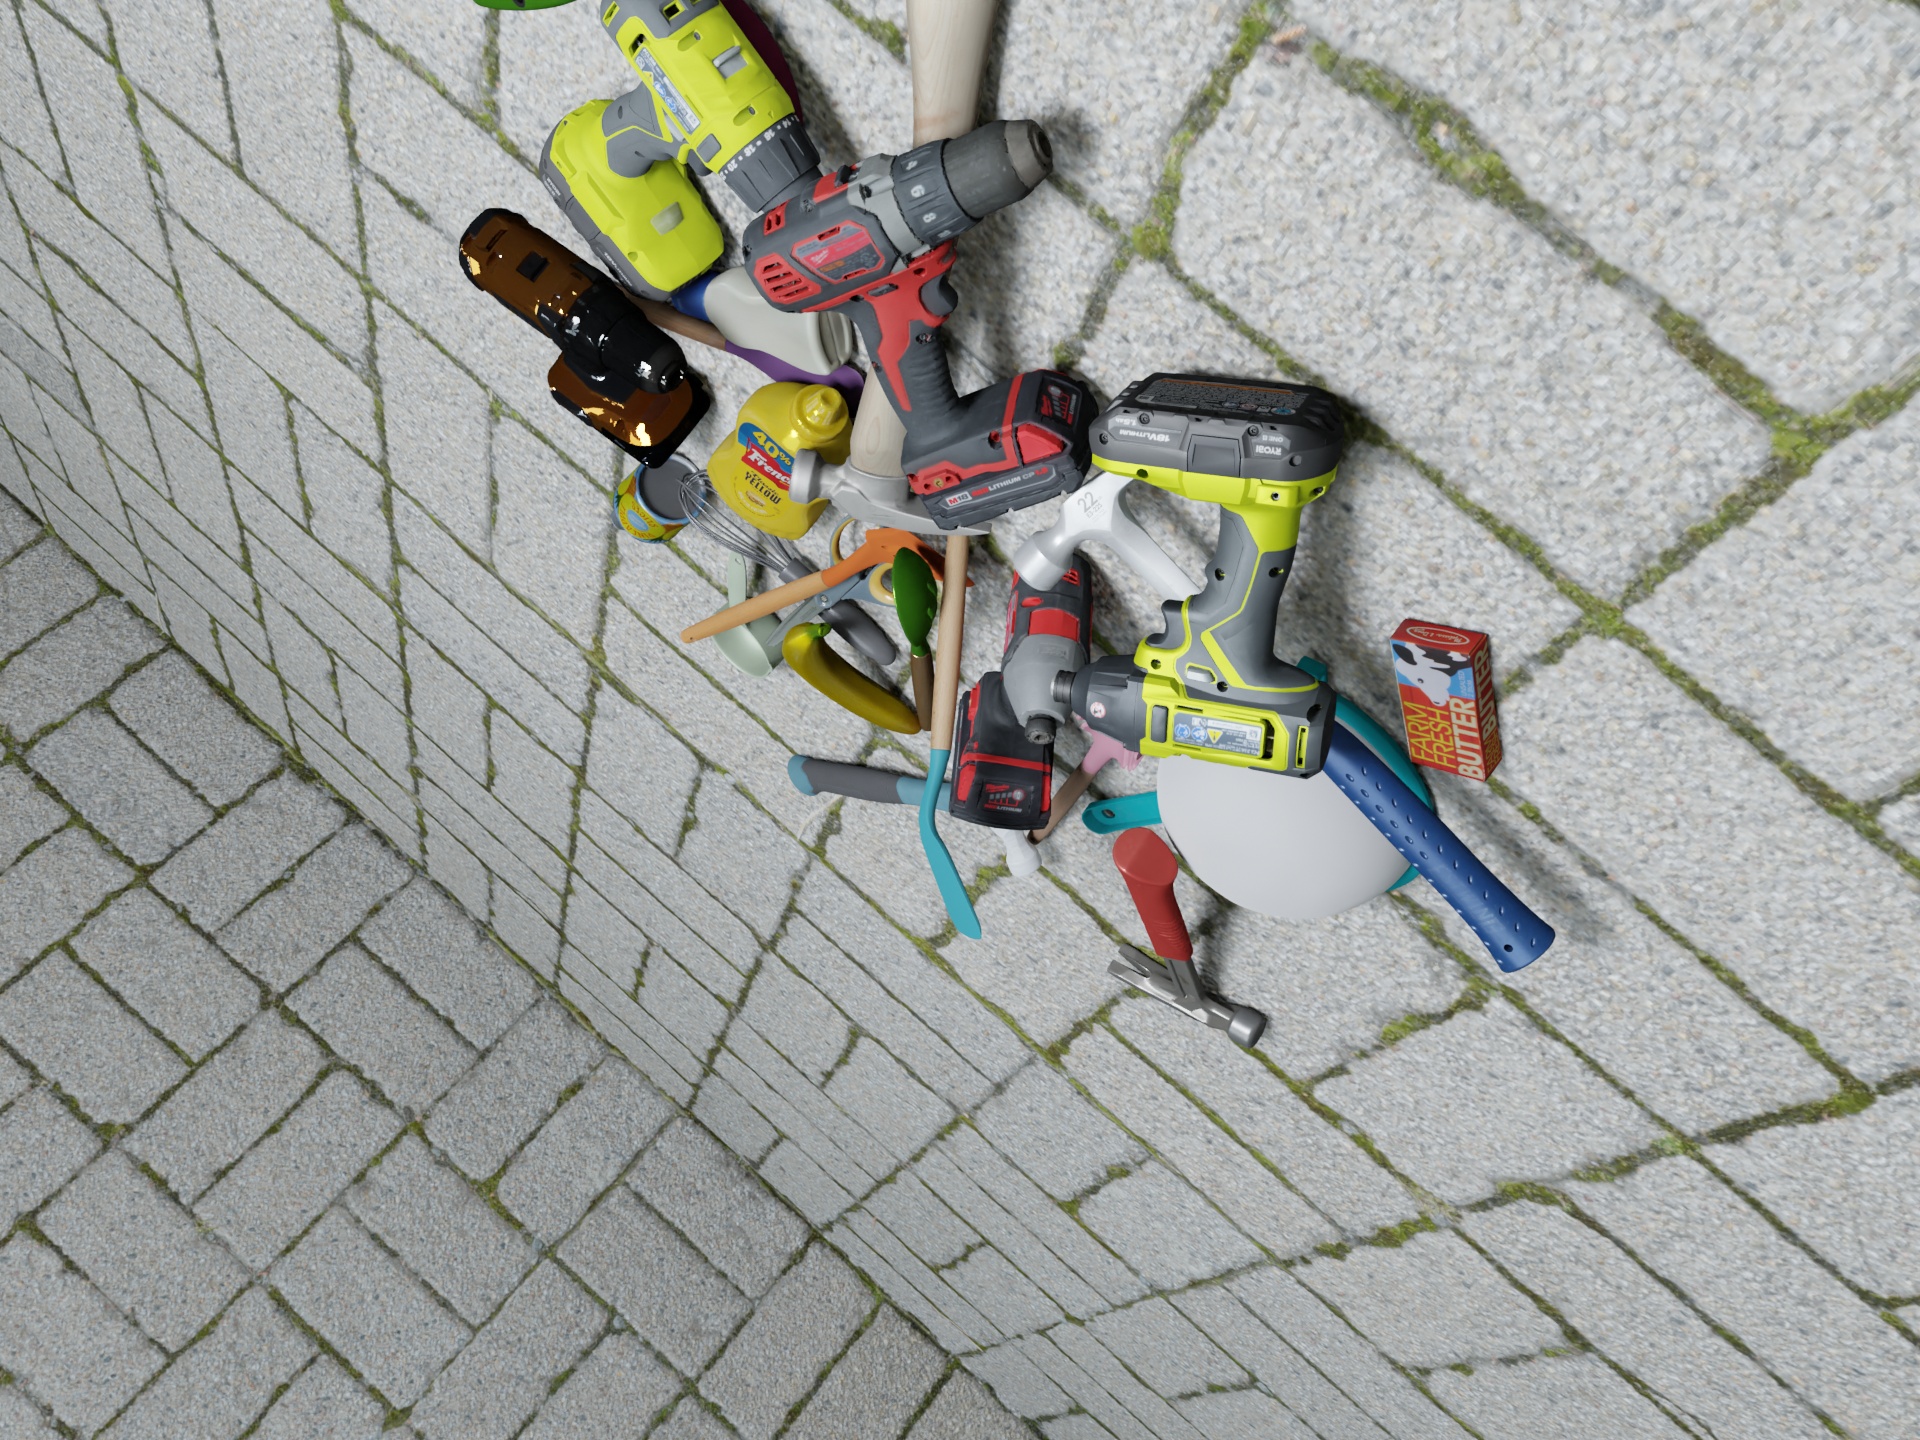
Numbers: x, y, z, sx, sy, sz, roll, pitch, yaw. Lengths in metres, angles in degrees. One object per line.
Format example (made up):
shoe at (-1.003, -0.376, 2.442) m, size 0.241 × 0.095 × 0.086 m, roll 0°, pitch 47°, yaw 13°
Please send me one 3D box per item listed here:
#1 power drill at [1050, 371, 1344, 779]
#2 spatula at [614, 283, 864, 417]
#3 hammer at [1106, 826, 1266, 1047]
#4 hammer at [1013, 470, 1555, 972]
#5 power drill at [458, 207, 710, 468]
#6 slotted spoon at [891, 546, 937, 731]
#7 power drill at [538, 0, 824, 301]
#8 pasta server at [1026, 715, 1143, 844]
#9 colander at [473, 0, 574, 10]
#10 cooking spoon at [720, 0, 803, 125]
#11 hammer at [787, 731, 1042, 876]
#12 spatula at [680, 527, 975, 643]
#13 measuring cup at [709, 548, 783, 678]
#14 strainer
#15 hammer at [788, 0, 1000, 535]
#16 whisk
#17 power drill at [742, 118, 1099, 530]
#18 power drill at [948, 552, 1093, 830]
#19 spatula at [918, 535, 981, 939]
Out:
power drill at (0.136, -0.081, 0.927) m, size 0.171 × 0.080 × 0.223 m, roll 10°, pitch 120°, yaw 20°
spatula at (-0.193, -0.294, 1.215) m, size 0.316 × 0.018 × 0.059 m, roll 27°, pitch 151°, yaw 26°
hammer at (0.158, 0.167, 1.266) m, size 0.149 × 0.037 × 0.358 m, roll 26°, pitch 163°, yaw 27°
hammer at (0.218, -0.004, 0.989) m, size 0.405 × 0.035 × 0.144 m, roll 46°, pitch 123°, yaw 0°
power drill at (-0.258, -0.270, 1.188) m, size 0.185 × 0.084 × 0.226 m, roll 36°, pitch 173°, yaw 14°
slotted spoon at (-0.030, -0.049, 1.255) m, size 0.031 × 0.070 × 0.313 m, roll 0°, pitch 160°, yaw 1°
power drill at (-0.174, -0.358, 1.028) m, size 0.190 × 0.080 × 0.228 m, roll 52°, pitch 154°, yaw -15°
pasta server at (0.092, 0.050, 1.270) m, size 0.060 × 0.040 × 0.316 m, roll 46°, pitch 156°, yaw 8°
colander at (-0.228, -0.589, 0.827) m, size 0.205 × 0.094 × 0.396 m, roll 18°, pitch 124°, yaw 38°
cooking spoon at (-0.090, -0.325, 1.047) m, size 0.069 × 0.017 × 0.318 m, roll 6°, pitch 133°, yaw 48°
hammer at (-0.059, 0.065, 1.486) m, size 0.331 × 0.033 × 0.128 m, roll 6°, pitch 125°, yaw 51°
spatula at (-0.125, -0.100, 1.275) m, size 0.322 × 0.041 × 0.081 m, roll -17°, pitch 140°, yaw 41°
measuring cup at (-0.190, -0.105, 1.438) m, size 0.083 × 0.038 × 0.167 m, roll 34°, pitch 147°, yaw 17°
strainer at (0.178, 0.078, 1.157) m, size 0.211 × 0.095 × 0.340 m, roll 52°, pitch 149°, yaw -15°
hammer at (-0.016, -0.271, 0.979) m, size 0.146 × 0.038 × 0.410 m, roll 12°, pitch 142°, yaw -3°
whisk at (-0.147, -0.128, 1.348) m, size 0.239 × 0.055 × 0.055 m, roll 42°, pitch 151°, yaw -5°
power drill at (0.003, -0.233, 0.934) m, size 0.188 × 0.080 × 0.226 m, roll -15°, pitch 132°, yaw 28°
power drill at (0.047, -0.010, 1.159) m, size 0.078 × 0.143 × 0.219 m, roll 8°, pitch 150°, yaw -5°
spatula at (-0.002, -0.004, 1.147) m, size 0.044 × 0.317 × 0.082 m, roll 5°, pitch 176°, yaw -13°
